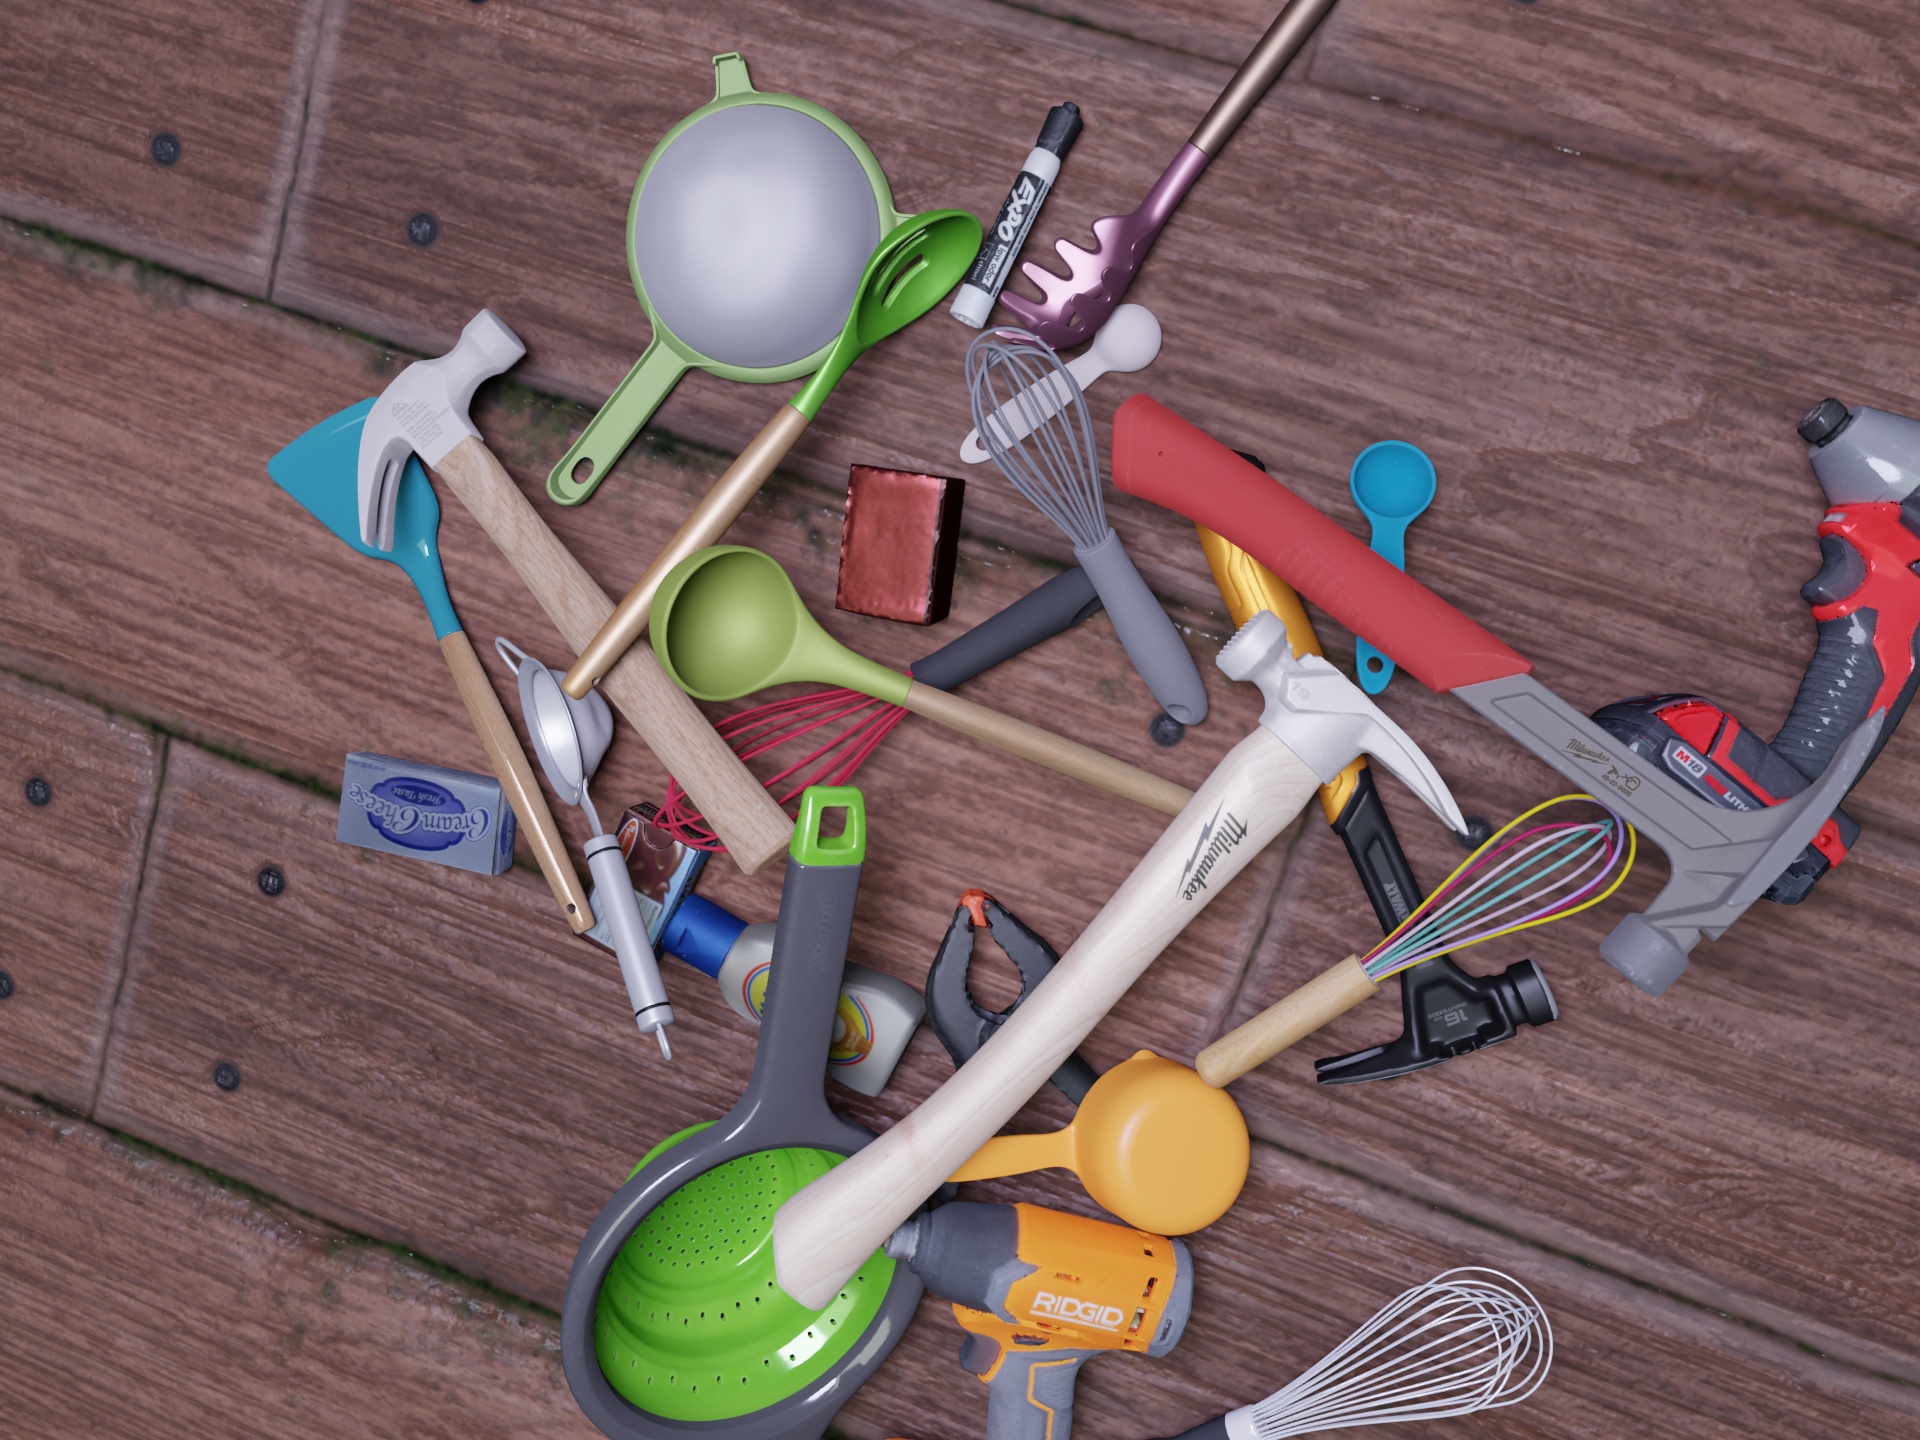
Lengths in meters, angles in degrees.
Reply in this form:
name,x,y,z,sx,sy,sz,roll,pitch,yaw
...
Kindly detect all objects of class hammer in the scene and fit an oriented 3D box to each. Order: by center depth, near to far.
name,x,y,z,sx,sy,sz,roll,pitch,yaw
hammer,0.214,-0.048,0.722,0.359,0.036,0.149,41,96,22
hammer,0.064,0.143,0.790,0.146,0.038,0.410,43,94,1
hammer,0.183,0.021,0.818,0.127,0.034,0.337,-23,93,13
hammer,-0.199,-0.055,0.831,0.130,0.031,0.331,-40,80,4

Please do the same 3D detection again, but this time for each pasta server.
name,x,y,z,sx,sy,sz,roll,pitch,yaw
pasta server,0.129,-0.307,0.780,0.040,0.060,0.316,30,104,-36

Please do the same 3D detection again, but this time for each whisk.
name,x,y,z,sx,sy,sz,roll,pitch,yaw
whisk,0.069,-0.088,0.780,0.055,0.055,0.238,-25,120,14
whisk,0.221,0.116,0.785,0.245,0.051,0.047,-36,96,15
whisk,-0.038,-0.011,0.847,0.296,0.073,0.073,-29,92,9
whisk,0.184,0.373,0.859,0.284,0.070,0.070,-31,91,19

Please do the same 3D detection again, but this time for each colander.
name,x,y,z,sx,sy,sz,roll,pitch,yaw
colander,-0.111,0.210,0.846,0.204,0.095,0.397,2,107,-29

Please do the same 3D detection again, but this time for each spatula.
name,x,y,z,sx,sy,sz,roll,pitch,yaw
spatula,-0.282,-0.023,0.892,0.082,0.044,0.317,-28,85,10

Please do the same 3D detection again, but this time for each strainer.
name,x,y,z,sx,sy,sz,roll,pitch,yaw
strainer,-0.146,-0.214,0.832,0.151,0.069,0.256,42,102,3
strainer,-0.195,0.063,0.863,0.050,0.086,0.259,-12,68,-26

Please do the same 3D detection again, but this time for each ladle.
name,x,y,z,sx,sy,sz,roll,pitch,yaw
ladle,-0.001,-0.003,0.795,0.320,0.062,0.078,22,94,-8

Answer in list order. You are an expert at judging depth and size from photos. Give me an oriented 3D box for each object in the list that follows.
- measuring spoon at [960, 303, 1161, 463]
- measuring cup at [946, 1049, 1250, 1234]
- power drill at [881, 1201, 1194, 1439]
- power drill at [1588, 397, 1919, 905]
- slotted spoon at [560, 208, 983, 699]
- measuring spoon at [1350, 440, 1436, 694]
name,x,y,z,sx,sy,sz,roll,pitch,yaw
measuring spoon,0.049,-0.172,0.825,0.124,0.018,0.034,-34,90,15
measuring cup,0.068,0.226,0.823,0.173,0.052,0.095,-2,88,-17
power drill,0.013,0.362,0.856,0.164,0.084,0.226,16,105,-9
power drill,0.395,-0.036,0.733,0.143,0.078,0.219,41,92,1
slotted spoon,-0.098,-0.136,0.799,0.031,0.070,0.314,38,88,18
measuring spoon,0.209,-0.075,0.790,0.042,0.021,0.129,7,82,4
